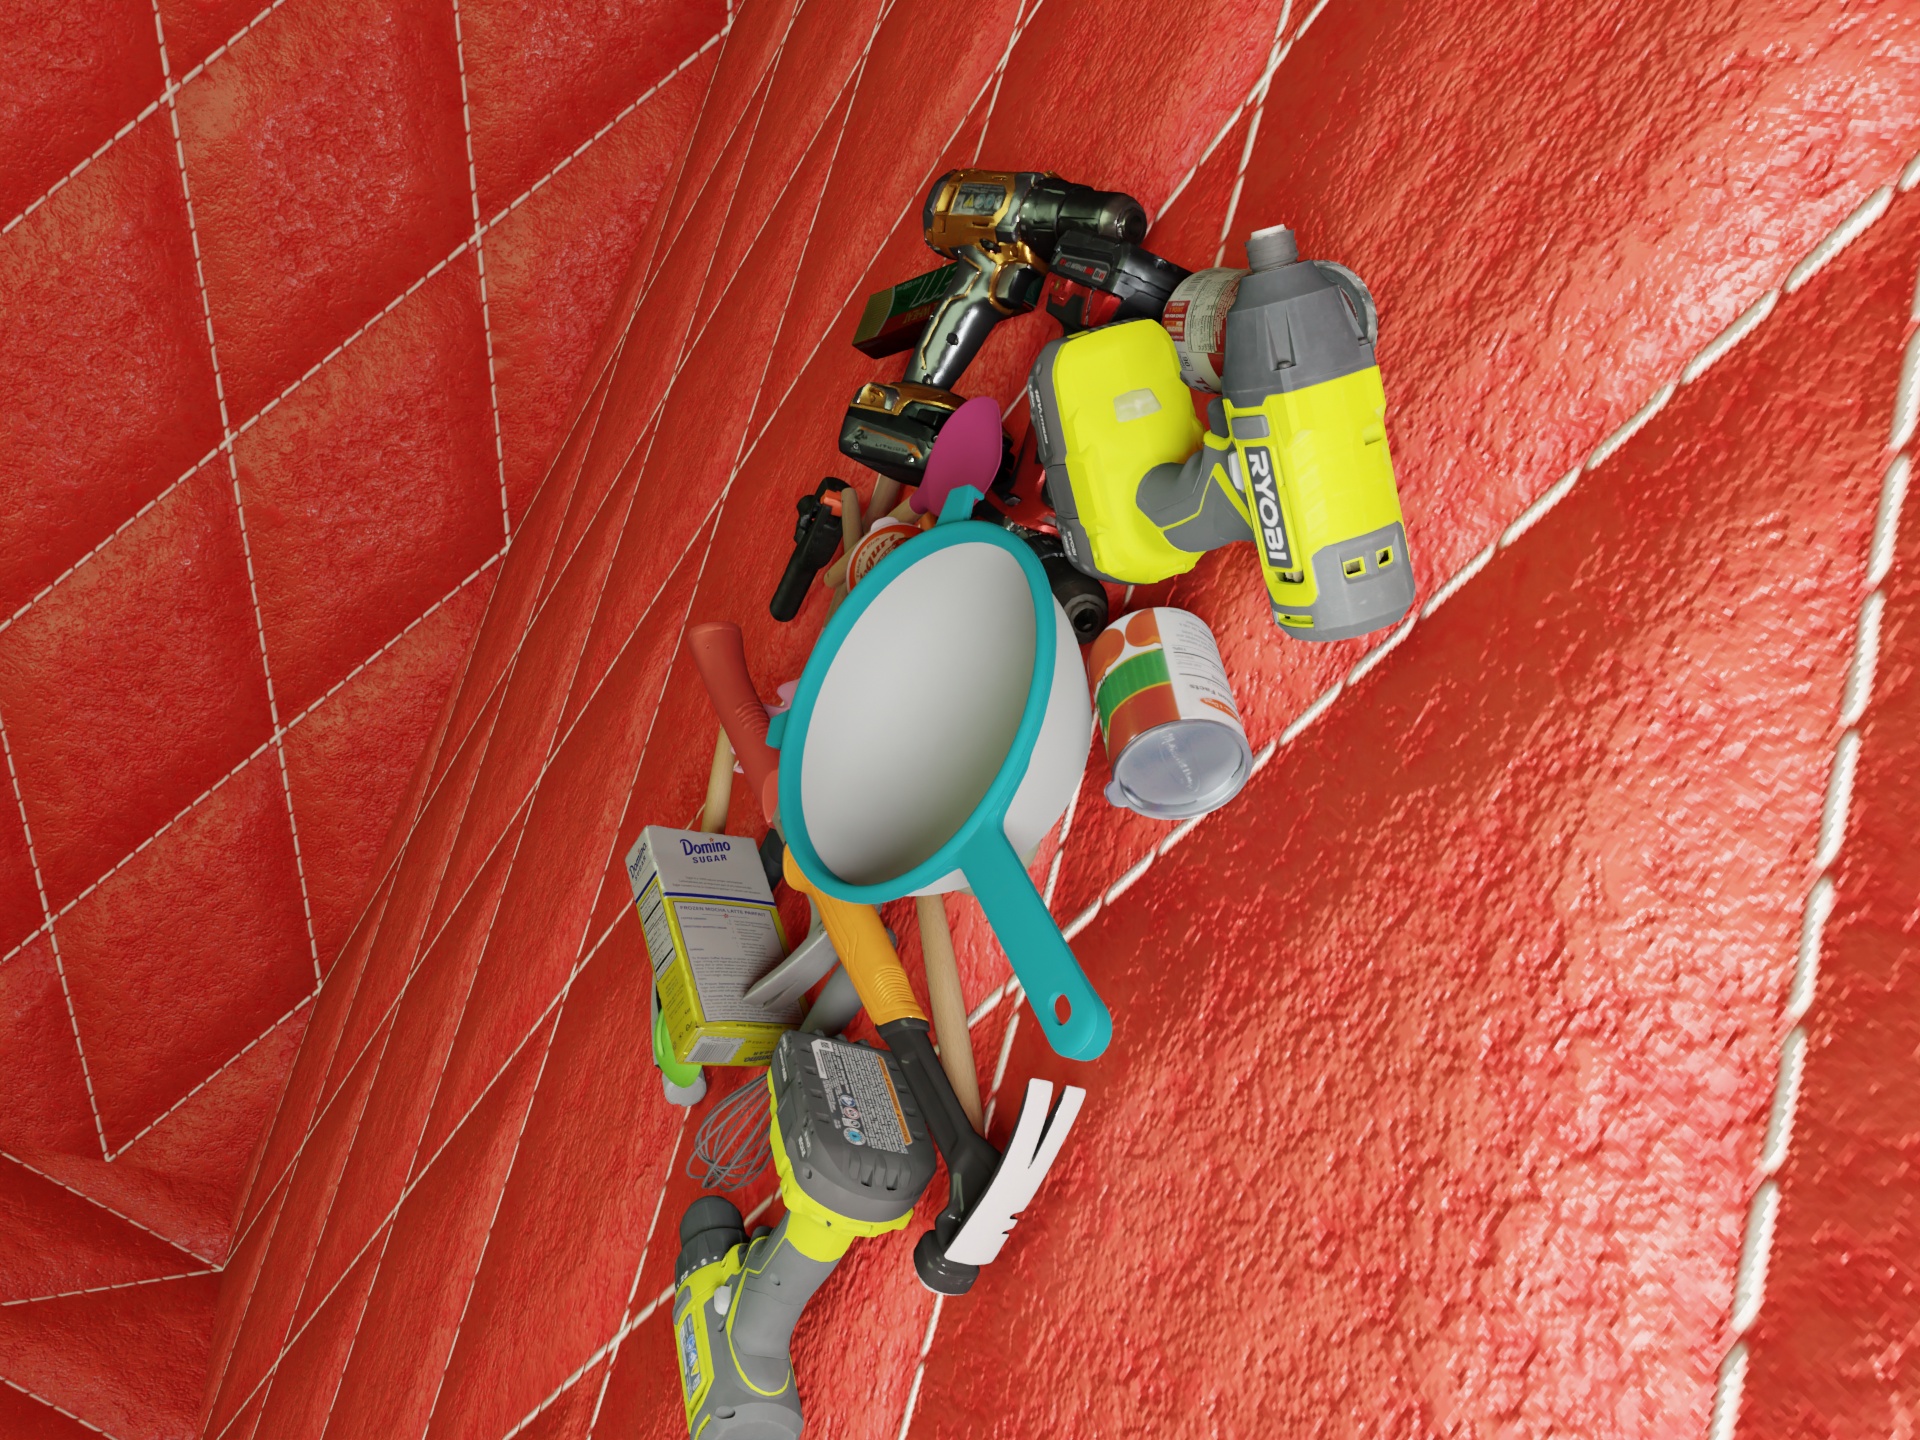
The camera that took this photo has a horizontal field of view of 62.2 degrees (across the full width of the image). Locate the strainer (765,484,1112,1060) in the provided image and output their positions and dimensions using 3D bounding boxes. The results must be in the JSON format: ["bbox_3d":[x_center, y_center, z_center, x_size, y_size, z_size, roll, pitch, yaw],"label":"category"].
[{"bbox_3d":[0.023,0.045,0.805,0.211,0.095,0.341,-50,40,19],"label":"strainer"}]

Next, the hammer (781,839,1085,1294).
[{"bbox_3d":[-0.037,0.152,0.896,0.127,0.034,0.337,-61,33,17],"label":"hammer"}]

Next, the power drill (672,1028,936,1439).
[{"bbox_3d":[-0.108,0.300,0.947,0.228,0.080,0.191,-63,26,19],"label":"power drill"}]

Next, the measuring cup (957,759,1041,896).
[{"bbox_3d":[0.003,0.038,0.946,0.083,0.038,0.168,-48,36,19],"label":"measuring cup"}]

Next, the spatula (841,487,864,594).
[{"bbox_3d":[-0.068,-0.055,1.168,0.059,0.018,0.316,123,148,-46],"label":"spatula"}]

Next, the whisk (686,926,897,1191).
[{"bbox_3d":[-0.110,0.224,1.042,0.239,0.055,0.055,-55,28,20],"label":"whisk"}]

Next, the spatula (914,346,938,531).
[{"bbox_3d":[-0.033,-0.194,1.207,0.081,0.041,0.323,-34,39,31],"label":"spatula"}]

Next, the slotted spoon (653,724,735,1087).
[{"bbox_3d":[-0.200,0.128,1.232,0.070,0.031,0.314,-36,40,45],"label":"slotted spoon"}]

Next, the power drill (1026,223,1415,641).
[{"bbox_3d":[0.117,-0.133,0.749,0.223,0.080,0.171,20,128,67],"label":"power drill"}]

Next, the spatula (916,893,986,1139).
[{"bbox_3d":[-0.005,0.126,0.935,0.082,0.044,0.318,-48,37,35],"label":"spatula"}]

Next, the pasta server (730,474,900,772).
[{"bbox_3d":[-0.097,-0.098,1.249,0.060,0.040,0.316,10,75,48],"label":"pasta server"}]

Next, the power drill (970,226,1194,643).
[{"bbox_3d":[0.073,-0.161,0.934,0.226,0.080,0.188,-66,25,14],"label":"power drill"}]

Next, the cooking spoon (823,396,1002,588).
[{"bbox_3d":[-0.037,-0.138,1.067,0.319,0.017,0.069,154,116,-64],"label":"cooking spoon"}]

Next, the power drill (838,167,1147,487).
[{"bbox_3d":[0.024,-0.268,1.087,0.185,0.084,0.226,21,90,44],"label":"power drill"}]

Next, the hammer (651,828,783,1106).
[{"bbox_3d":[-0.156,0.124,1.220,0.334,0.035,0.146,-60,27,18],"label":"hammer"}]

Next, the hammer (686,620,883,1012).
[{"bbox_3d":[-0.146,0.042,1.156,0.149,0.036,0.359,-47,41,12],"label":"hammer"}]
